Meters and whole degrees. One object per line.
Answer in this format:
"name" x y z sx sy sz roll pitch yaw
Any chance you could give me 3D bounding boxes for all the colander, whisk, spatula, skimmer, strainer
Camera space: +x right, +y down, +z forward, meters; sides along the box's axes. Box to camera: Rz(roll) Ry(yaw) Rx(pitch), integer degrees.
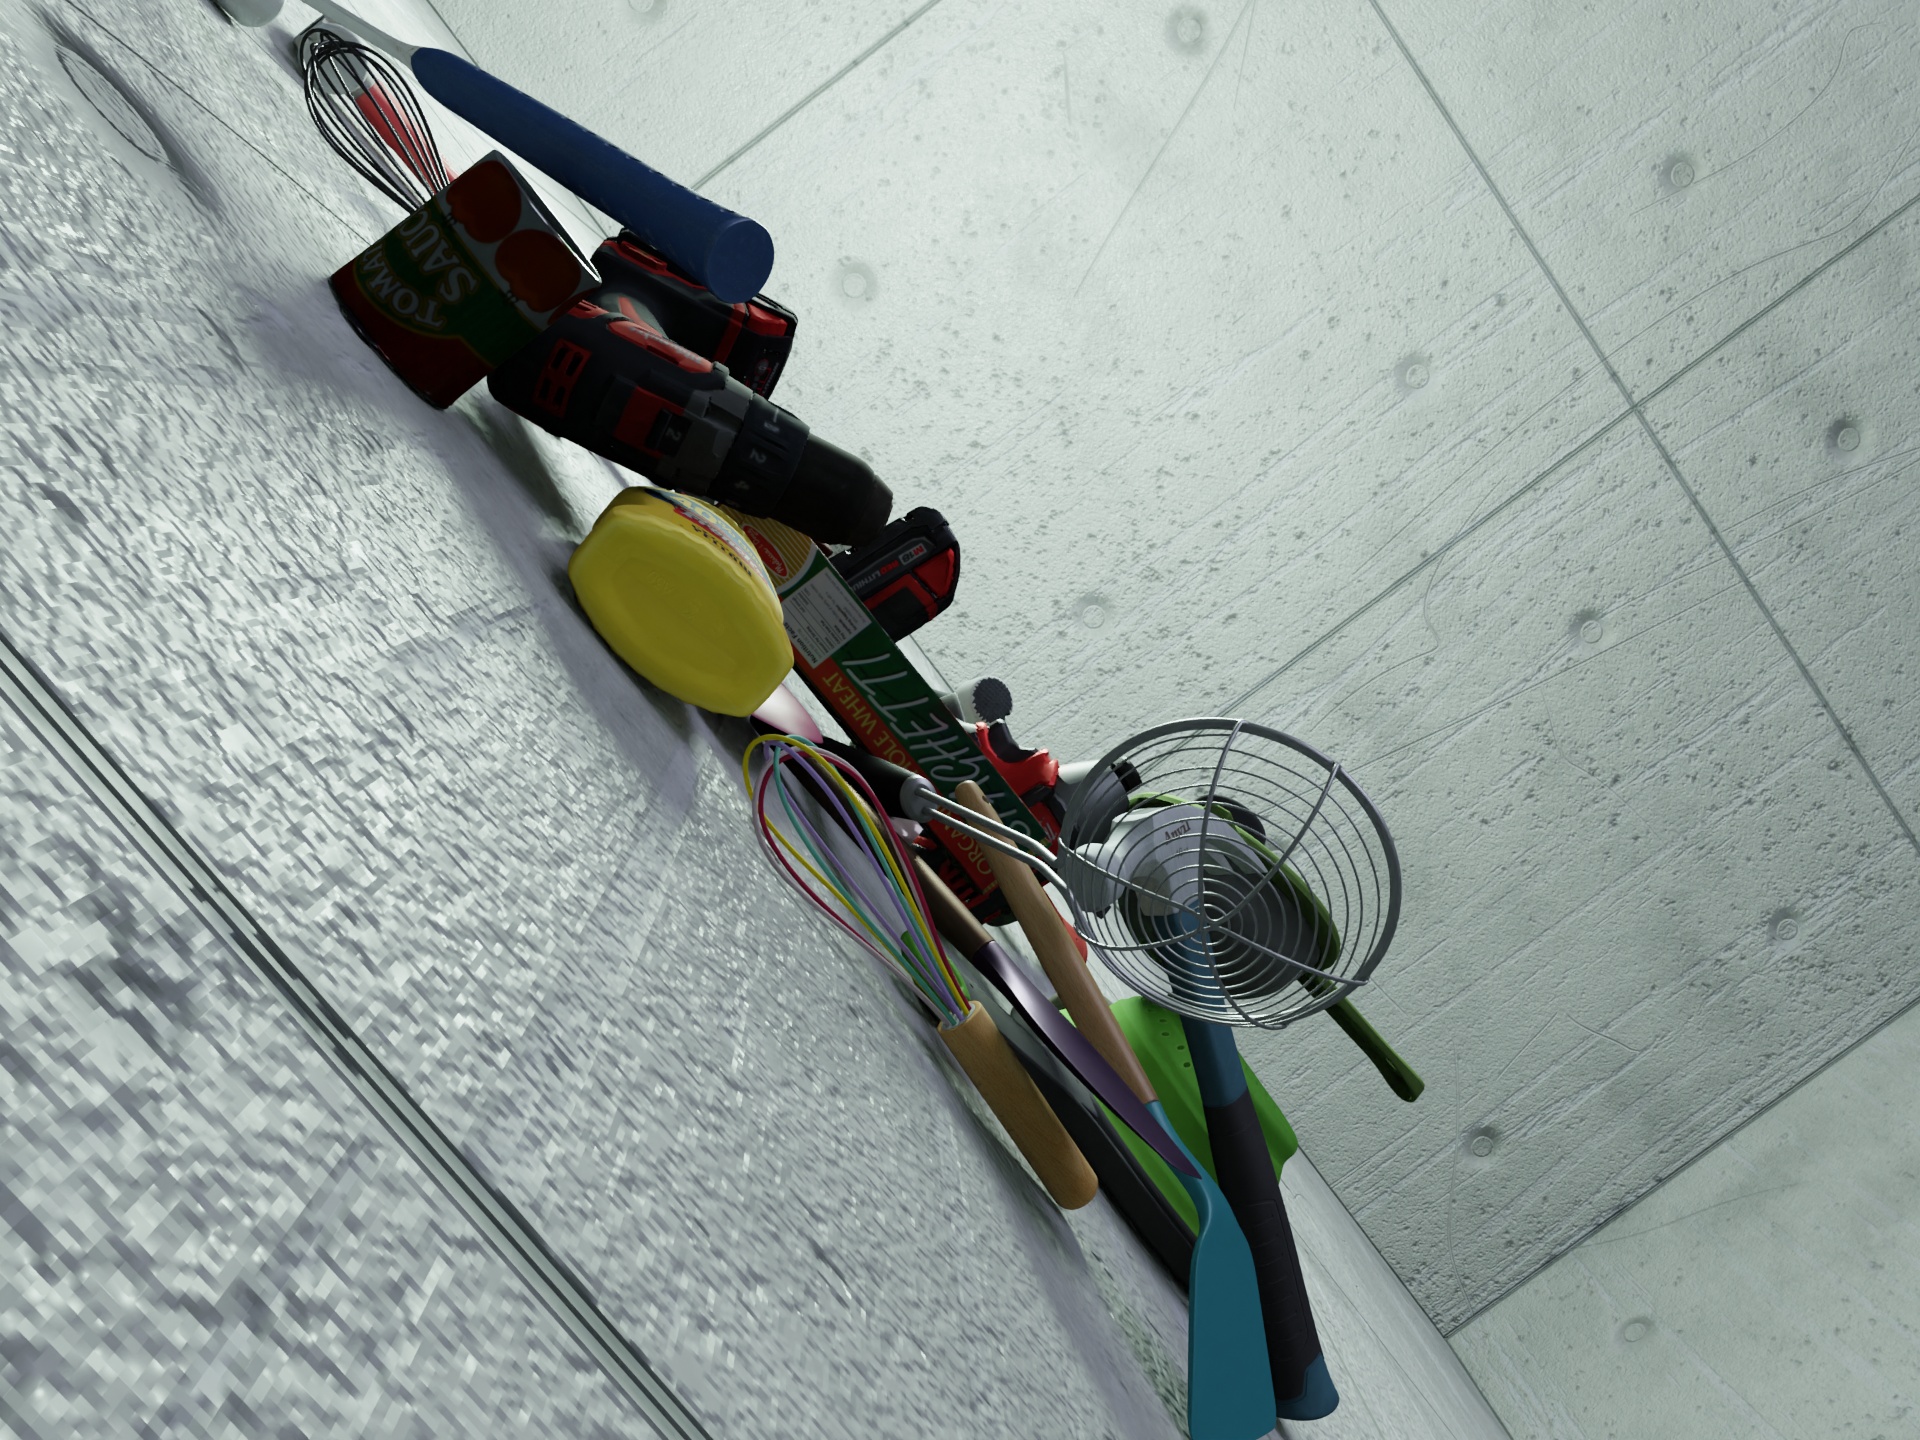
"colander" 0.090 0.181 0.839 0.205 0.094 0.396 55 3 41
"whisk" -0.015 0.105 0.658 0.245 0.047 0.051 57 14 -13
"spatula" -0.006 0.087 0.710 0.316 0.018 0.059 43 1 34
"whisk" -0.274 -0.259 0.853 0.239 0.055 0.055 57 2 -14
"spatula" 0.060 0.157 0.709 0.082 0.044 0.318 24 31 -52
"skimmer" 0.035 0.039 0.708 0.363 0.090 0.127 19 -55 60
"strainer" 0.174 0.152 0.929 0.256 0.069 0.151 47 -19 -12

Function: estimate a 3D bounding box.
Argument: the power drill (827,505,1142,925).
"power drill" -0.001 -0.003 0.908 0.220 0.143 0.078 59 -7 2

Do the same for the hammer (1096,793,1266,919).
"hammer" 0.110 0.080 1.074 0.146 0.035 0.335 42 -17 -12

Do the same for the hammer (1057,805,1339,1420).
"hammer" 0.134 0.199 0.789 0.128 0.033 0.331 -25 103 -47

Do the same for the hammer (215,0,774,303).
"hammer" -0.242 -0.291 0.694 0.406 0.035 0.144 35 -2 22

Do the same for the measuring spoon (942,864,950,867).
"measuring spoon" 0.014 0.126 1.004 0.128 0.021 0.042 51 3 -28

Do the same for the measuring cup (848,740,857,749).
"measuring cup" -0.065 0.010 1.021 0.167 0.038 0.083 48 6 -43

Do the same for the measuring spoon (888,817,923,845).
"measuring spoon" -0.045 0.054 0.975 0.034 0.018 0.124 55 4 32

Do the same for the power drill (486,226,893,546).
"power drill" -0.125 -0.163 0.791 0.187 0.080 0.227 25 19 -16

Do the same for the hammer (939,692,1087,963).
"hammer" 0.042 0.111 1.119 0.358 0.036 0.149 59 11 -65

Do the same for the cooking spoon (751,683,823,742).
"cooking spoon" -0.108 -0.031 0.856 0.068 0.017 0.319 28 5 -12

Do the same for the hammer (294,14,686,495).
"hammer" -0.288 -0.293 1.059 0.385 0.038 0.143 51 2 -33

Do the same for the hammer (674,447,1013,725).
"hammer" -0.142 -0.128 1.034 0.408 0.036 0.149 46 -30 -18
